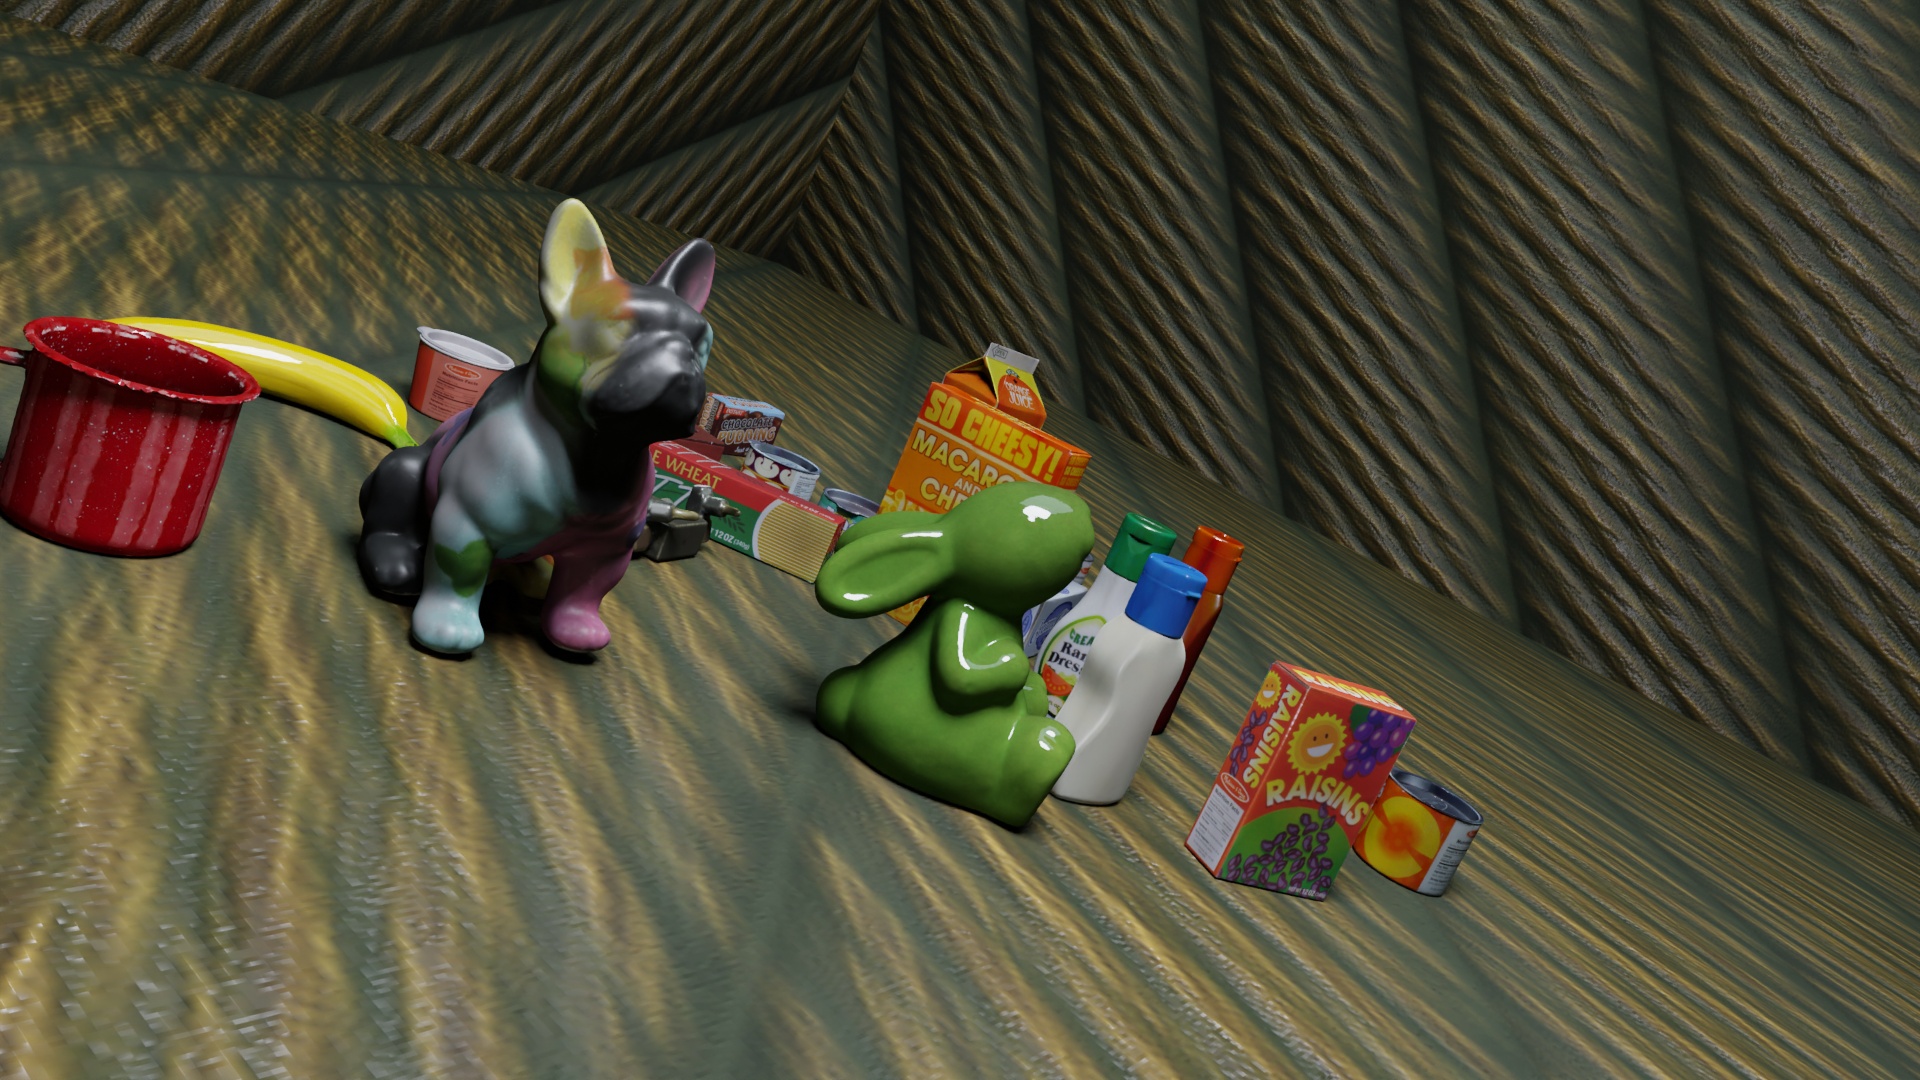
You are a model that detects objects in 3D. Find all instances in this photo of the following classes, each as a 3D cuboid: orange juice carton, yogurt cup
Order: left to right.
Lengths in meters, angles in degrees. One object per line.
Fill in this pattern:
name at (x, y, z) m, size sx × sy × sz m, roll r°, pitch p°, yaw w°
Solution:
yogurt cup at (-0.368, -0.117, 1.016) m, size 0.072 × 0.053 × 0.072 m, roll 23°, pitch 12°, yaw -5°
orange juice carton at (0.011, -0.081, 1.242) m, size 0.072 × 0.192 × 0.073 m, roll 11°, pitch 17°, yaw -48°

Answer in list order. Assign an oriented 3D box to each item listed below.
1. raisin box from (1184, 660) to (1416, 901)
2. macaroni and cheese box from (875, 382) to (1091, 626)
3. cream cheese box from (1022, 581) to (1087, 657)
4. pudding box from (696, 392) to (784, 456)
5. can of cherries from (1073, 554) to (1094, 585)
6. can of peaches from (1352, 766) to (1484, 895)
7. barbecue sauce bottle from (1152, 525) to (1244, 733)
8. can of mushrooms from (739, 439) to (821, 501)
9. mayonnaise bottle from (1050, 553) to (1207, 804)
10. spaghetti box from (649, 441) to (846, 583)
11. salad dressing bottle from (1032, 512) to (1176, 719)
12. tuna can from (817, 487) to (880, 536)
raisin box at (0.195, 0.139, 0.798) m, size 0.086 × 0.123 × 0.040 m, roll 18°, pitch 12°, yaw -25°
macaroni and cheese box at (0.004, -0.012, 0.991) m, size 0.124 × 0.166 × 0.040 m, roll 29°, pitch 12°, yaw 25°
cream cheese box at (0.062, 0.059, 1.064) m, size 0.024 × 0.053 × 0.104 m, roll 28°, pitch 12°, yaw 19°
pudding box at (-0.206, -0.106, 1.284) m, size 0.030 × 0.049 × 0.084 m, roll 30°, pitch 13°, yaw 30°
can of cherries at (0.073, 0.027, 1.213) m, size 0.071 × 0.058 × 0.071 m, roll 23°, pitch 12°, yaw -5°
can of peaches at (0.301, 0.192, 0.923) m, size 0.071 × 0.058 × 0.071 m, roll 23°, pitch 12°, yaw -5°
barbecue sauce bottle at (0.156, 0.063, 0.991) m, size 0.044 × 0.148 × 0.065 m, roll 27°, pitch 12°, yaw 19°
can of mushrooms at (-0.159, -0.059, 1.210) m, size 0.071 × 0.033 × 0.071 m, roll 22°, pitch 12°, yaw -5°
mayonnaise bottle at (0.096, 0.081, 0.804) m, size 0.065 × 0.147 × 0.041 m, roll 14°, pitch 15°, yaw -41°
spaghetti box at (-0.207, -0.042, 1.003) m, size 0.250 × 0.050 × 0.029 m, roll 24°, pitch 11°, yaw 1°
salad dressing bottle at (0.096, 0.055, 0.919) m, size 0.064 × 0.147 × 0.044 m, roll 27°, pitch 12°, yaw 18°
tuna can at (-0.090, -0.015, 1.152) m, size 0.071 × 0.032 × 0.071 m, roll 22°, pitch 12°, yaw -5°
